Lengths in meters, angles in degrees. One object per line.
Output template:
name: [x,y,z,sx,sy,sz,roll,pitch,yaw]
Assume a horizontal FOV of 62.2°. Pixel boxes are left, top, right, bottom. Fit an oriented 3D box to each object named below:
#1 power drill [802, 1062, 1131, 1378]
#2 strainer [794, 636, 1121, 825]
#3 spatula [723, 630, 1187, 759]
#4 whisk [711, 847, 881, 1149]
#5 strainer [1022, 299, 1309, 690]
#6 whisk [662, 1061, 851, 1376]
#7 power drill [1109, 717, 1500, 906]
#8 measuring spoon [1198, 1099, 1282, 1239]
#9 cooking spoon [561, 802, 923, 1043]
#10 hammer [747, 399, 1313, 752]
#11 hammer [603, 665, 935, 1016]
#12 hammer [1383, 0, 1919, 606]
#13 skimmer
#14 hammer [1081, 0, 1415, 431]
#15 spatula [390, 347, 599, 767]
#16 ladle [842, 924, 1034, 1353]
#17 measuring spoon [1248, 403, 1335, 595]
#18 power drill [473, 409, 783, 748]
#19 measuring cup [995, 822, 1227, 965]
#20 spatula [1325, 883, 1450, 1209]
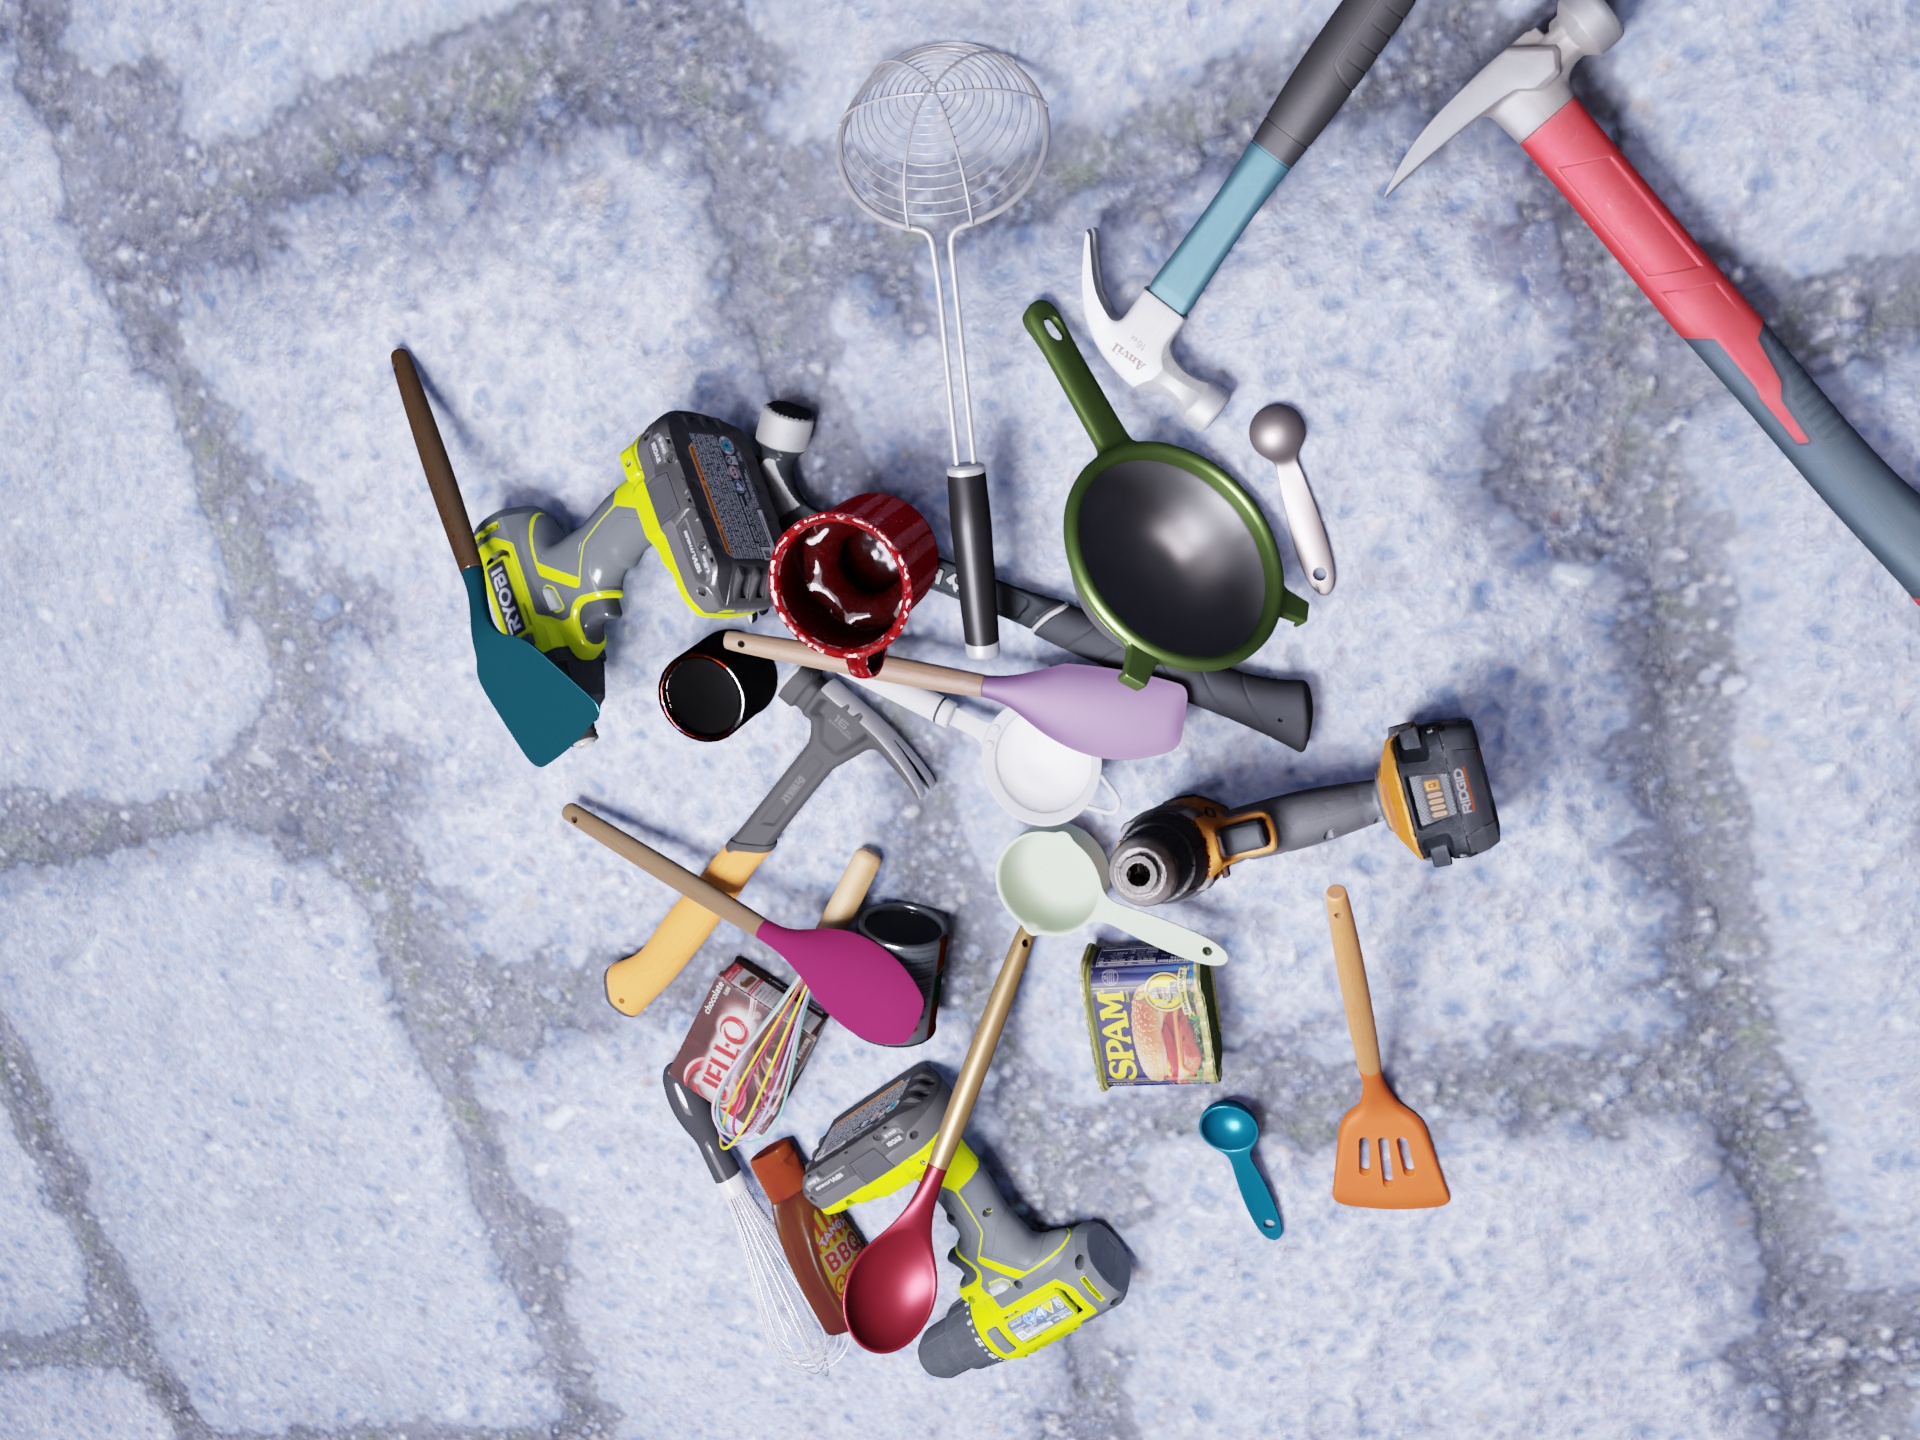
power drill: [-0.010,0.390,1.204,0.190,0.080,0.228,-38,98,24]
strainer: [-0.002,-0.003,1.077,0.258,0.050,0.087,27,106,13]
spatula: [-0.009,-0.025,1.047,0.316,0.018,0.059,11,104,13]
whisk: [-0.117,0.204,1.152,0.051,0.047,0.245,28,95,9]
strainer: [0.093,-0.135,0.979,0.256,0.151,0.069,63,148,10]
whisk: [-0.168,0.398,1.271,0.070,0.070,0.284,-23,96,23]
power drill: [0.202,0.063,0.958,0.226,0.185,0.084,-15,88,19]
measuring spoon: [0.208,0.321,1.146,0.042,0.021,0.128,-15,113,22]
cooking spoon: [-0.163,0.137,1.141,0.319,0.017,0.068,28,108,19]
hammer: [0.038,-0.070,1.043,0.409,0.036,0.149,23,116,8]
hammer: [-0.160,0.112,1.172,0.127,0.034,0.336,41,116,1]
hammer: [0.406,-0.205,0.876,0.143,0.038,0.386,-40,94,27]
skimmer: [0.001,-0.221,0.978,0.127,0.090,0.363,-3,112,8]
hammer: [0.186,-0.332,0.901,0.128,0.033,0.331,37,115,1]
spatula: [-0.331,-0.122,1.082,0.082,0.044,0.318,-37,68,36]
ladle: [-0.007,0.290,1.122,0.069,0.031,0.315,22,87,-18]
measuring spoon: [0.207,-0.133,0.975,0.034,0.018,0.124,-15,105,22]
power drill: [-0.225,-0.092,1.062,0.223,0.080,0.171,-26,80,33]
measuring cup: [0.106,0.123,1.083,0.167,0.038,0.083,23,114,13]
spatula: [0.265,0.220,1.036,0.081,0.041,0.322,-4,134,19]
